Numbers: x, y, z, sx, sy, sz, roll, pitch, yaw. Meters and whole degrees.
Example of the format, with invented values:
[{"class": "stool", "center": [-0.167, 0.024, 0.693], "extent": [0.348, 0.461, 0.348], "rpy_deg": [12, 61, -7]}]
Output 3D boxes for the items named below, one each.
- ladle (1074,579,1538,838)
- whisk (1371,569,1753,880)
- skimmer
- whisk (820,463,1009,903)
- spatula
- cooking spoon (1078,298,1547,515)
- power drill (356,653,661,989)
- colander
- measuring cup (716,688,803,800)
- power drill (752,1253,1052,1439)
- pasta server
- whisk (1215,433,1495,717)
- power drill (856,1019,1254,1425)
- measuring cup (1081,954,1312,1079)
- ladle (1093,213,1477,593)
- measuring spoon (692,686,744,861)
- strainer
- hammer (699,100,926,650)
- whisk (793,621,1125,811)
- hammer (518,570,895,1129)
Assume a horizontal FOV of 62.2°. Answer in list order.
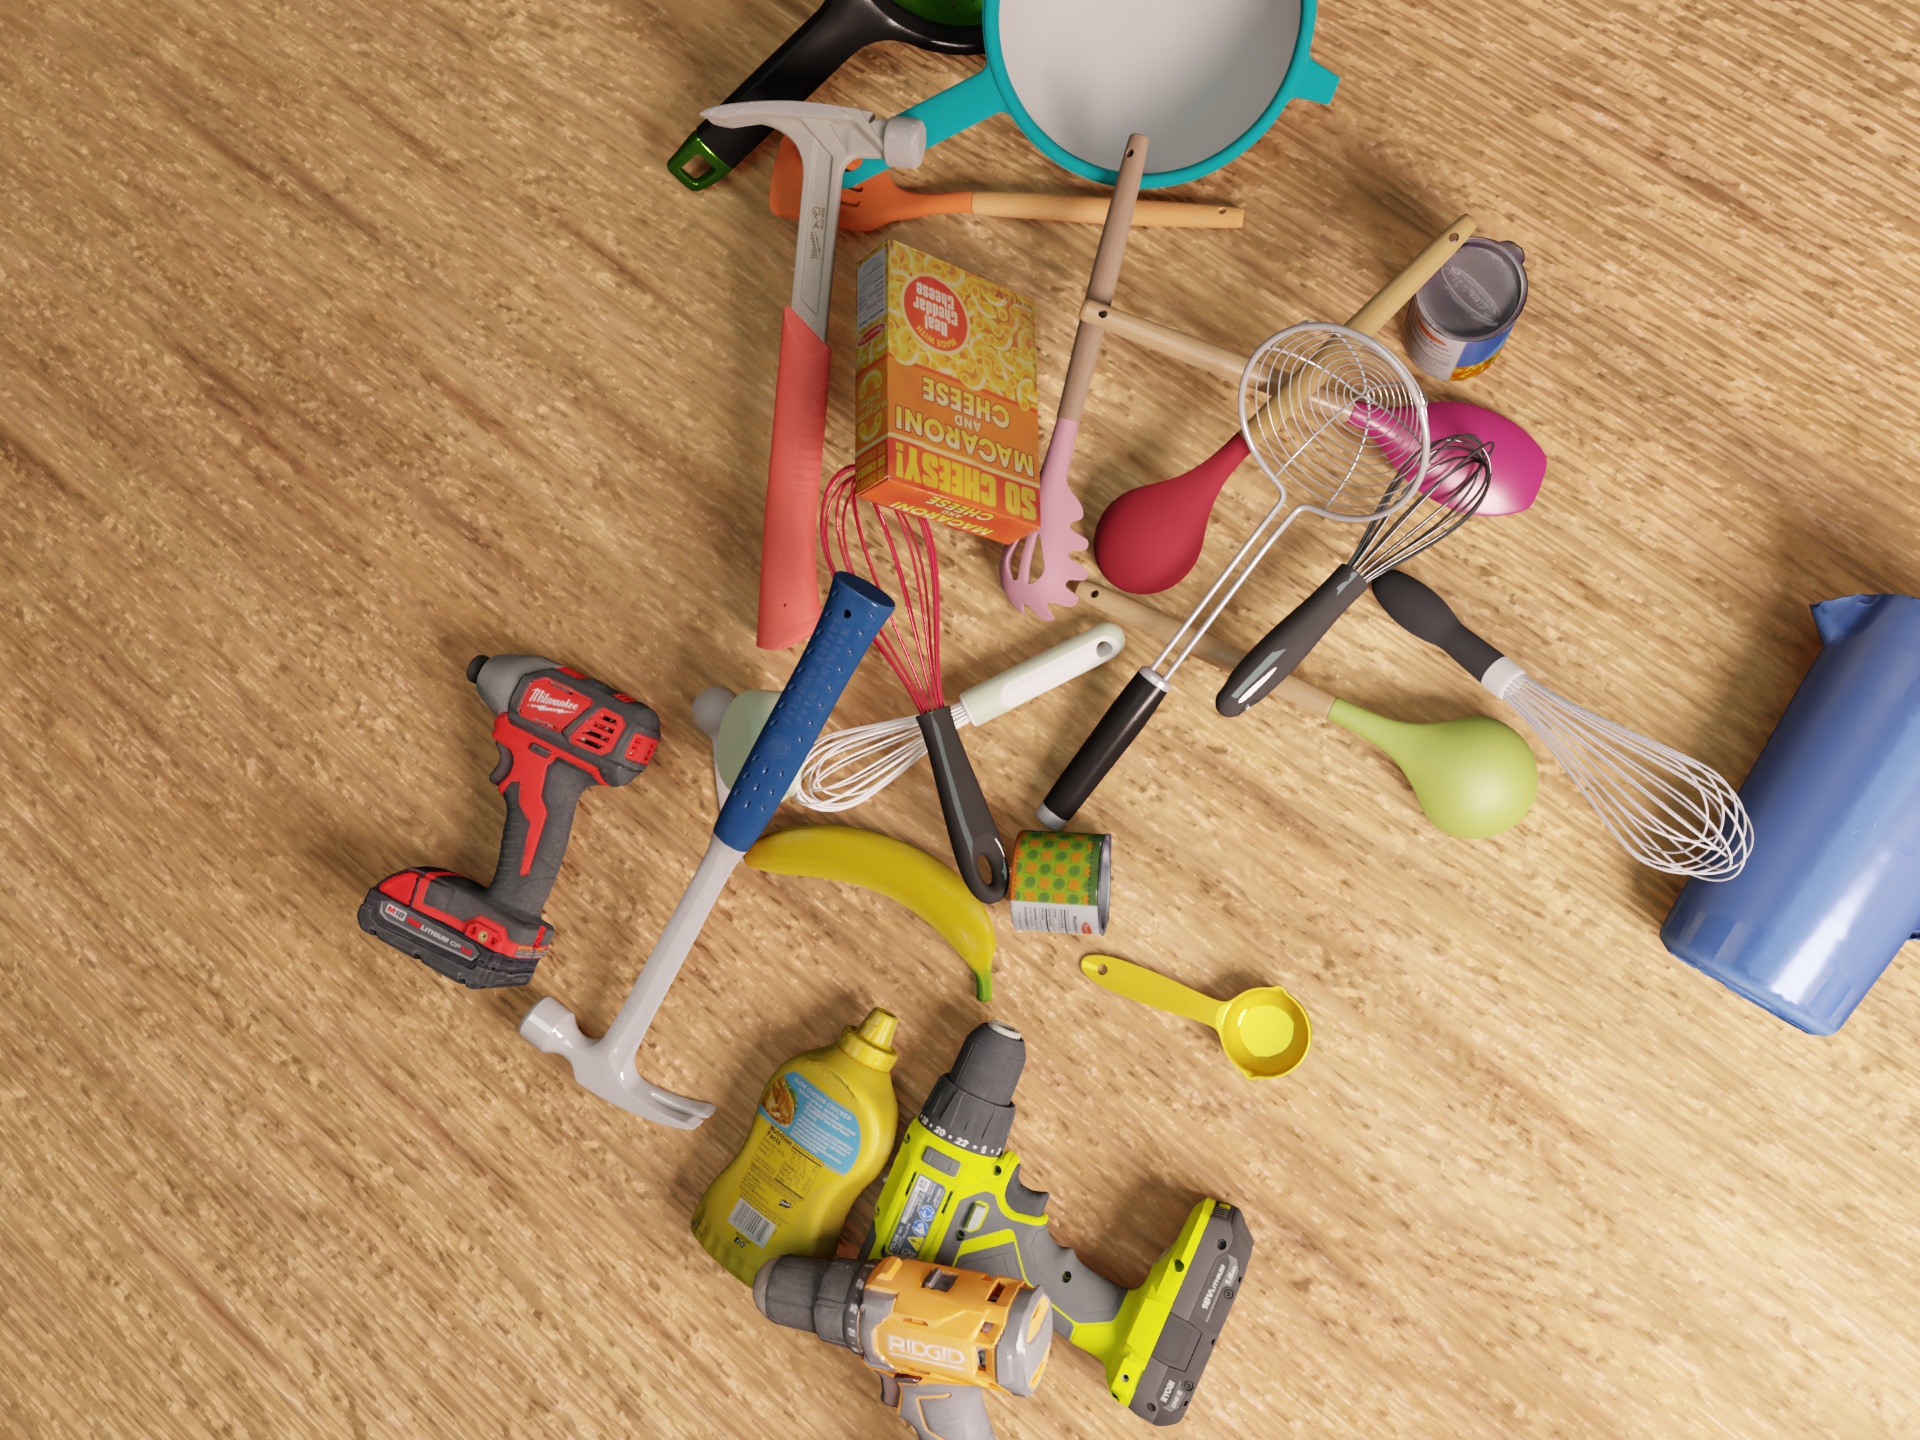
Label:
[{"class": "ladle", "center": [0.217, -0.018, 1.030], "extent": [0.320, 0.062, 0.078], "rpy_deg": [27, 91, 19]}, {"class": "whisk", "center": [0.352, -0.005, 0.959], "extent": [0.070, 0.070, 0.285], "rpy_deg": [-45, 57, 4]}, {"class": "skimmer", "center": [0.148, -0.074, 0.979], "extent": [0.127, 0.090, 0.363], "rpy_deg": [40, 106, 15]}, {"class": "whisk", "center": [-0.025, -0.024, 1.019], "extent": [0.073, 0.073, 0.296], "rpy_deg": [-19, 89, 8]}, {"class": "spatula", "center": [0.032, -0.360, 1.091], "extent": [0.322, 0.041, 0.081], "rpy_deg": [6, 69, 9]}, {"class": "cooking spoon", "center": [0.226, -0.207, 1.018], "extent": [0.319, 0.017, 0.069], "rpy_deg": [20, 90, -2]}, {"class": "power drill", "center": [-0.314, 0.063, 1.099], "extent": [0.143, 0.078, 0.220], "rpy_deg": [25, 87, 12]}, {"class": "colander", "center": [-0.059, -0.521, 1.096], "extent": [0.397, 0.204, 0.095], "rpy_deg": [-36, 45, 21]}, {"class": "measuring cup", "center": [-0.116, -0.014, 1.038], "extent": [0.167, 0.038, 0.083], "rpy_deg": [-57, 39, 38]}, {"class": "power drill", "center": [-0.035, 0.430, 0.971], "extent": [0.185, 0.084, 0.226], "rpy_deg": [4, 107, 21]}, {"class": "pasta server", "center": [0.080, -0.222, 1.042], "extent": [0.060, 0.040, 0.316], "rpy_deg": [17, 96, 26]}, {"class": "whisk", "center": [0.246, -0.089, 0.994], "extent": [0.055, 0.055, 0.239], "rpy_deg": [44, 90, 11]}, {"class": "power drill", "center": [0.063, 0.316, 1.004], "extent": [0.228, 0.080, 0.190], "rpy_deg": [23, 90, 15]}, {"class": "measuring cup", "center": [0.152, 0.184, 1.030], "extent": [0.156, 0.029, 0.062], "rpy_deg": [19, 88, 23]}, {"class": "ladle", "center": [0.200, -0.195, 1.001], "extent": [0.069, 0.031, 0.315], "rpy_deg": [44, 111, -3]}, {"class": "measuring spoon", "center": [-0.163, 0.037, 1.100], "extent": [0.034, 0.018, 0.124], "rpy_deg": [-13, 83, 9]}, {"class": "strainer", "center": [0.067, -0.438, 1.065], "extent": [0.340, 0.095, 0.211], "rpy_deg": [-21, 103, 16]}, {"class": "hammer", "center": [-0.115, -0.227, 1.069], "extent": [0.149, 0.037, 0.359], "rpy_deg": [8, 98, 10]}, {"class": "whisk", "center": [-0.002, -0.003, 1.062], "extent": [0.246, 0.059, 0.057], "rpy_deg": [-27, 119, 3]}, {"class": "hammer", "center": [-0.148, 0.089, 1.029], "extent": [0.144, 0.035, 0.405], "rpy_deg": [34, 109, 10]}]
